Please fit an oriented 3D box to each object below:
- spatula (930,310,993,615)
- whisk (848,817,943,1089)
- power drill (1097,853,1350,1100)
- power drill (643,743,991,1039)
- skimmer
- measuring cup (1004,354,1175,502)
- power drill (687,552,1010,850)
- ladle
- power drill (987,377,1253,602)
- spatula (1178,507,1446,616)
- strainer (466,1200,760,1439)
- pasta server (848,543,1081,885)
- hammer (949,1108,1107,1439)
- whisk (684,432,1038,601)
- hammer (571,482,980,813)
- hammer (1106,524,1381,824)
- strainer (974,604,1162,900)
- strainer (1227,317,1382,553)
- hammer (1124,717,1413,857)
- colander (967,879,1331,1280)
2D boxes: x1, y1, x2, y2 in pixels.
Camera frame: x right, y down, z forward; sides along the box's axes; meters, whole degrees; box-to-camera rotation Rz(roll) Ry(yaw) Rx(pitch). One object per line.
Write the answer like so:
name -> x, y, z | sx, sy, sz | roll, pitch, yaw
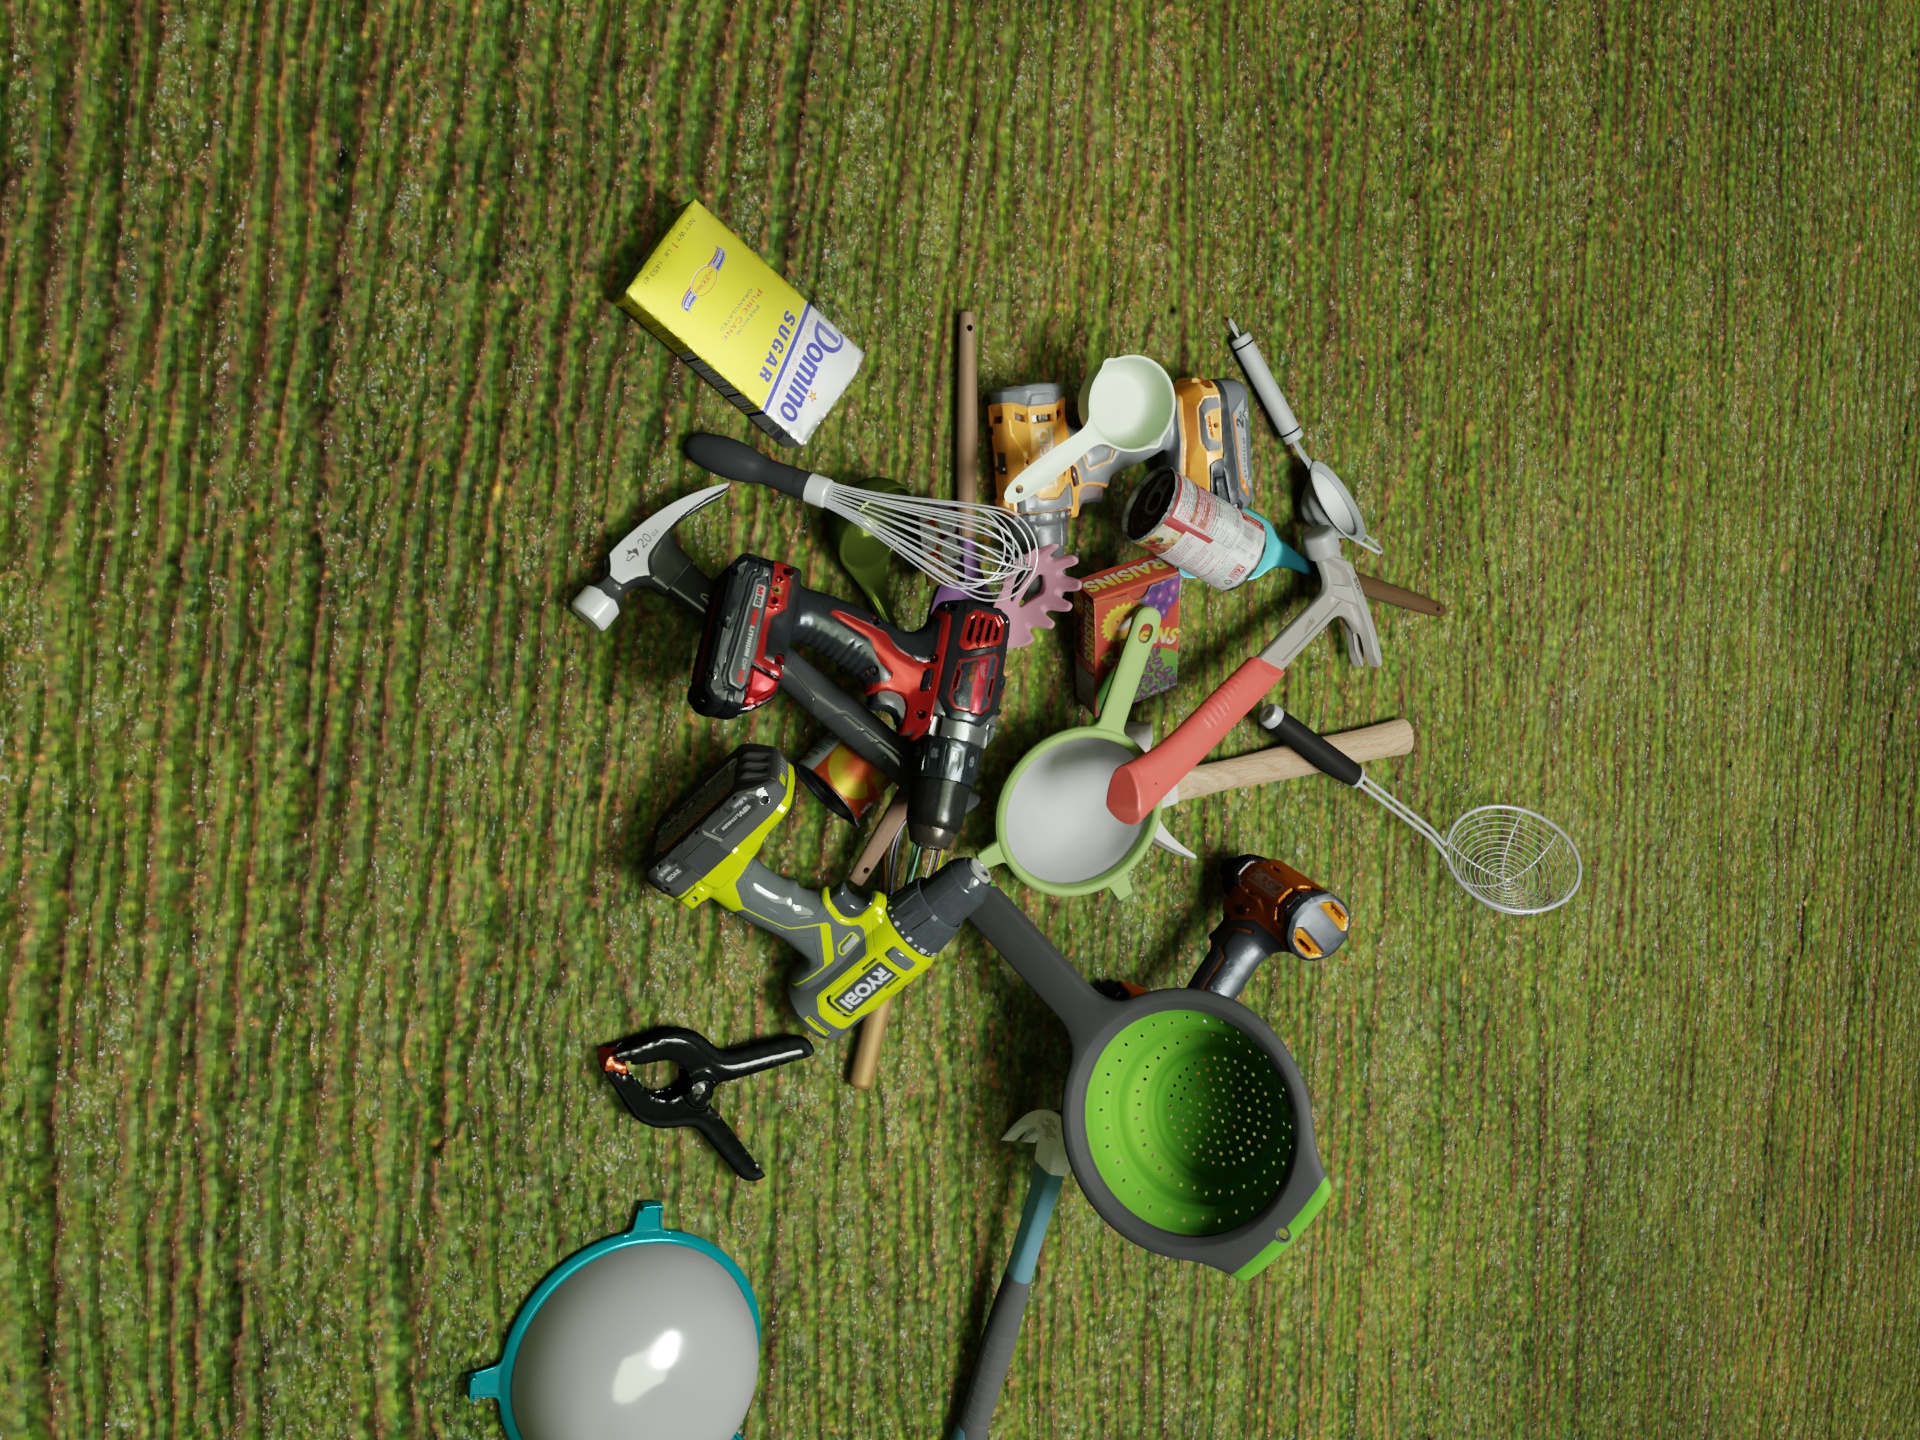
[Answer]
spatula -> 0.003, -0.177, 1.317 | 0.059, 0.018, 0.316 | -1, 97, -19
whisk -> -0.059, 0.184, 1.315 | 0.047, 0.051, 0.245 | 13, 93, -7
power drill -> 0.220, 0.214, 1.408 | 0.226, 0.164, 0.084 | -45, 114, -3
power drill -> -0.108, 0.125, 1.222 | 0.190, 0.080, 0.228 | -41, 114, 16
skimmer -> 0.435, 0.070, 1.494 | 0.363, 0.090, 0.127 | 33, 47, -24
measuring cup -> 0.096, -0.227, 1.274 | 0.167, 0.038, 0.083 | -38, 109, -8
power drill -> -0.079, -0.015, 1.165 | 0.226, 0.080, 0.188 | 14, 80, -18
ladle -> -0.040, -0.040, 1.289 | 0.078, 0.062, 0.320 | -29, 111, -40
power drill -> 0.134, -0.199, 1.351 | 0.226, 0.084, 0.185 | -10, 102, -23
spatula -> 0.342, -0.139, 1.497 | 0.317, 0.044, 0.082 | 13, 88, -33
strainer -> -0.203, 0.556, 1.241 | 0.211, 0.095, 0.340 | -44, 111, -17
pasta server -> -0.002, -0.004, 1.283 | 0.060, 0.040, 0.316 | 33, 85, -25
hammer -> 0.046, 0.489, 1.365 | 0.033, 0.128, 0.331 | 12, 99, -27
whisk -> -0.076, -0.162, 1.189 | 0.284, 0.070, 0.070 | 21, 84, 7
hammer -> -0.119, -0.036, 1.211 | 0.334, 0.035, 0.146 | 40, 74, -9
hammer -> 0.248, -0.019, 1.374 | 0.359, 0.037, 0.149 | -41, 118, -33
strainer -> 0.108, 0.020, 1.347 | 0.151, 0.069, 0.256 | 15, 100, -23
strainer -> 0.306, -0.254, 1.455 | 0.258, 0.050, 0.087 | 58, 32, -13
hammer -> 0.291, 0.044, 1.483 | 0.331, 0.031, 0.130 | -10, 99, -27
colander -> 0.138, 0.260, 1.292 | 0.204, 0.397, 0.094 | -51, 154, 14
